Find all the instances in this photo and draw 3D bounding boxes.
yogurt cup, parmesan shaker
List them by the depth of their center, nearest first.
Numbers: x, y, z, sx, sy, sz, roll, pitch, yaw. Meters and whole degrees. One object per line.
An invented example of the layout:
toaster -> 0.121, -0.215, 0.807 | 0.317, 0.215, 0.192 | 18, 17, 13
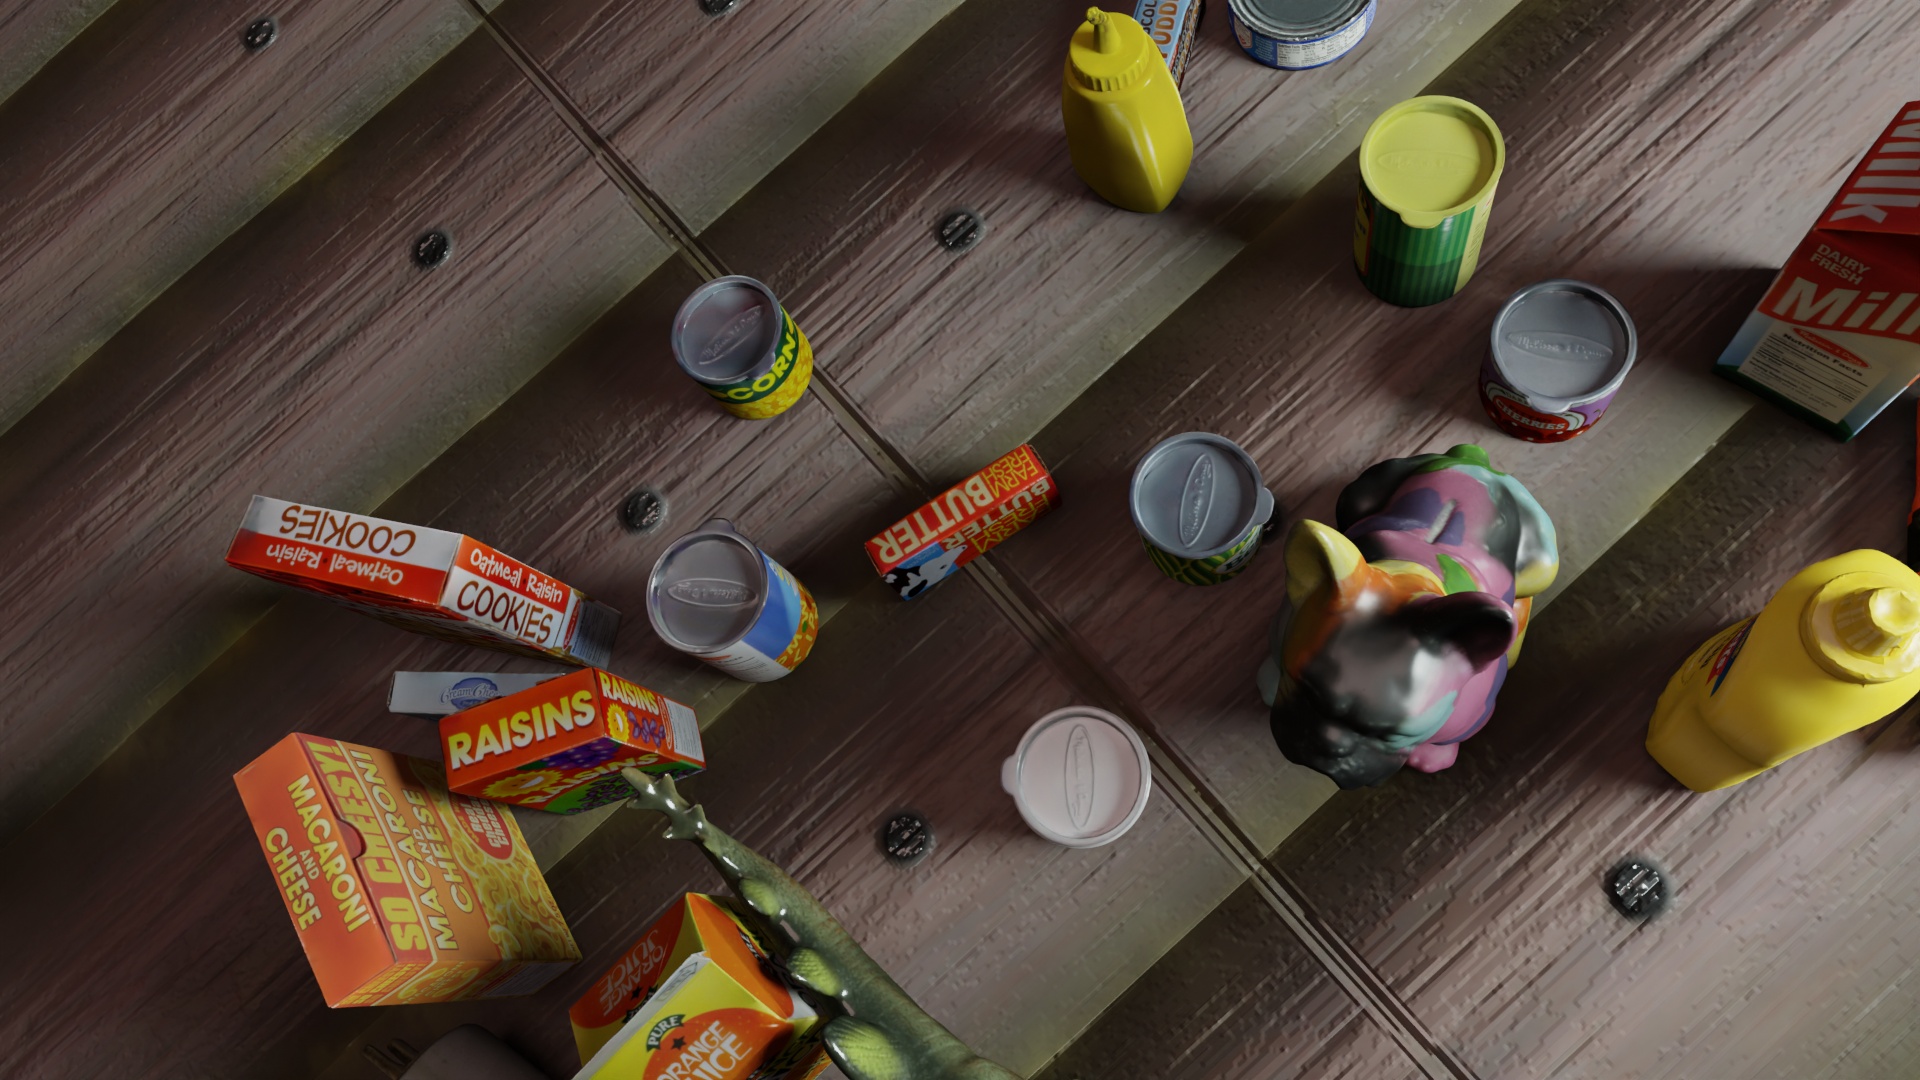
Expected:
yogurt cup -> 0.062, 0.119, 0.687 | 0.072, 0.054, 0.072 | -4, 73, 12
parmesan shaker -> 0.235, -0.167, 0.708 | 0.071, 0.103, 0.071 | -4, 73, 12

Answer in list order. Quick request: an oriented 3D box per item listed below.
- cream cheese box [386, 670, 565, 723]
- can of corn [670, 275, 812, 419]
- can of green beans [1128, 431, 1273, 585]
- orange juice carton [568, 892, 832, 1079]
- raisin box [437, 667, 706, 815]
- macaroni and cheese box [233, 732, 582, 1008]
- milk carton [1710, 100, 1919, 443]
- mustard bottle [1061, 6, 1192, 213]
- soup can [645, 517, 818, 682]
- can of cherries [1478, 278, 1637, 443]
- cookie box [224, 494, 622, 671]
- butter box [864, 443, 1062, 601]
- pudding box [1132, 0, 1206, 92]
cream cheese box -> -0.256, 0.089, 0.771 | 0.104, 0.053, 0.024 | -1, 74, 13
can of corn -> -0.122, -0.108, 0.797 | 0.071, 0.058, 0.071 | -4, 73, 12
can of green beans -> 0.122, -0.015, 0.712 | 0.071, 0.057, 0.071 | -4, 73, 12
orange juice carton -> -0.106, 0.211, 0.624 | 0.072, 0.192, 0.073 | -44, 69, -2
raisin box -> -0.195, 0.105, 0.714 | 0.086, 0.123, 0.040 | -19, 71, 7
macaroni and cheese box -> -0.267, 0.165, 0.690 | 0.040, 0.166, 0.124 | -35, 69, 1
milk carton -> 0.407, -0.120, 0.607 | 0.073, 0.190, 0.072 | 36, 85, 20
mustard bottle -> 0.085, -0.232, 0.732 | 0.065, 0.160, 0.049 | 26, 81, 19
soup can -> -0.119, 0.034, 0.739 | 0.071, 0.083, 0.071 | -4, 73, 12
can of cherries -> 0.294, -0.086, 0.693 | 0.071, 0.058, 0.071 | -4, 73, 12
cookie box -> -0.275, 0.027, 0.733 | 0.123, 0.167, 0.040 | 9, 76, 16
butter box -> 0.003, -0.009, 0.741 | 0.103, 0.053, 0.024 | -32, 69, 2
pudding box -> 0.116, -0.290, 0.802 | 0.030, 0.049, 0.084 | 14, 77, 17
